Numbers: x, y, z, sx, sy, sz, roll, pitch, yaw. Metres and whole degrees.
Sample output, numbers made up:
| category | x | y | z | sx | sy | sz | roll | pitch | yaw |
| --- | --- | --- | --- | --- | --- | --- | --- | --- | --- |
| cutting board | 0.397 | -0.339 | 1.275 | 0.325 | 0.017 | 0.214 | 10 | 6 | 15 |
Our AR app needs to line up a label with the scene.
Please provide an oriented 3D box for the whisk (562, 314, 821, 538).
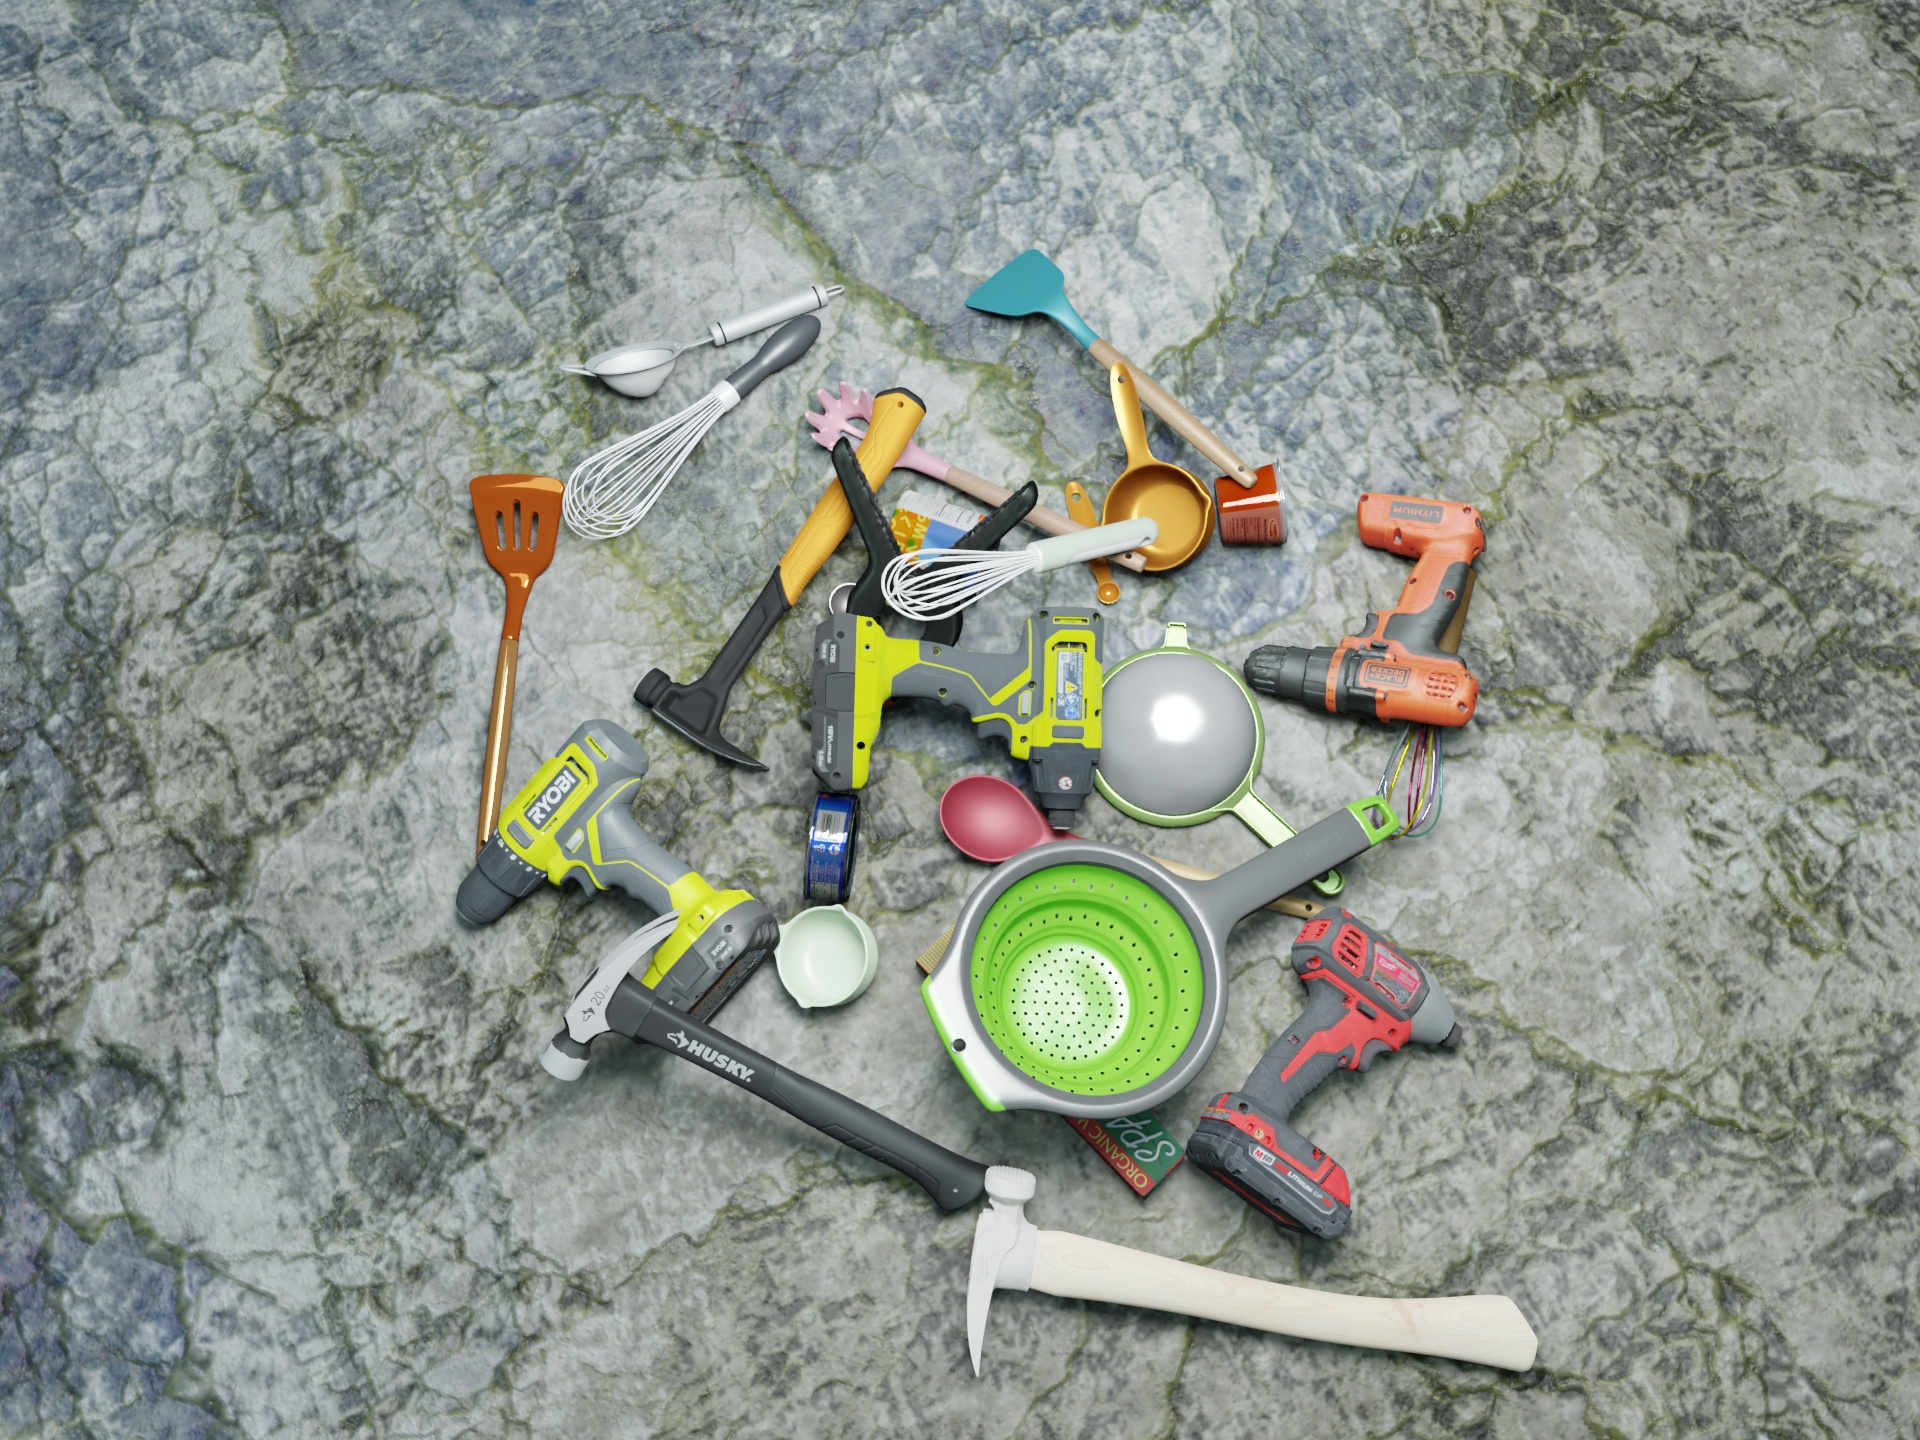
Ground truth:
| category | x | y | z | sx | sy | sz | roll | pitch | yaw |
| --- | --- | --- | --- | --- | --- | --- | --- | --- | --- |
| whisk | -0.225 | -0.257 | 1.354 | 0.070 | 0.070 | 0.284 | 43 | 76 | 11 |

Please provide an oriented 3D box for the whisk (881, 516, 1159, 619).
| category | x | y | z | sx | sy | sz | roll | pitch | yaw |
| --- | --- | --- | --- | --- | --- | --- | --- | --- | --- |
| whisk | 0.050 | -0.123 | 1.229 | 0.246 | 0.057 | 0.059 | -16 | 68 | -25 |

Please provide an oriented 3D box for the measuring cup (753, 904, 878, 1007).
| category | x | y | z | sx | sy | sz | roll | pitch | yaw |
| --- | --- | --- | --- | --- | --- | --- | --- | --- | --- |
| measuring cup | -0.139 | 0.170 | 1.249 | 0.168 | 0.038 | 0.083 | 18 | 86 | 24 |

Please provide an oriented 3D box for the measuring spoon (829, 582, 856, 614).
| category | x | y | z | sx | sy | sz | roll | pitch | yaw |
| --- | --- | --- | --- | --- | --- | --- | --- | --- | --- |
| measuring spoon | -0.087 | -0.052 | 1.318 | 0.034 | 0.018 | 0.124 | -6 | 81 | 0 |

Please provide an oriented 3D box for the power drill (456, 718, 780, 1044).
| category | x | y | z | sx | sy | sz | roll | pitch | yaw |
| --- | --- | --- | --- | --- | --- | --- | --- | --- | --- |
| power drill | -0.269 | 0.138 | 1.224 | 0.229 | 0.080 | 0.190 | 44 | 98 | 14 |

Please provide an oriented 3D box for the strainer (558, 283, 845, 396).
| category | x | y | z | sx | sy | sz | roll | pitch | yaw |
| --- | --- | --- | --- | --- | --- | --- | --- | --- | --- |
| strainer | -0.218 | -0.330 | 1.380 | 0.258 | 0.050 | 0.087 | -24 | 32 | -10 |

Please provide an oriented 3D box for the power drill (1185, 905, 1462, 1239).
| category | x | y | z | sx | sy | sz | roll | pitch | yaw |
| --- | --- | --- | --- | --- | --- | --- | --- | --- | --- |
| power drill | 0.277 | 0.264 | 1.184 | 0.143 | 0.078 | 0.220 | 36 | 73 | -6 |

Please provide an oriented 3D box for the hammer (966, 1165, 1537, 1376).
| category | x | y | z | sx | sy | sz | roll | pitch | yaw |
| --- | --- | --- | --- | --- | --- | --- | --- | --- | --- |
| hammer | 0.209 | 0.433 | 1.159 | 0.410 | 0.038 | 0.146 | 9 | 87 | 1 |

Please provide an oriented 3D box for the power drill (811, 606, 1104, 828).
| category | x | y | z | sx | sy | sz | roll | pitch | yaw |
| --- | --- | --- | --- | --- | --- | --- | --- | --- | --- |
| power drill | -0.002 | -0.004 | 1.229 | 0.223 | 0.080 | 0.171 | 2 | 91 | -3 |

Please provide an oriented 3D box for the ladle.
| category | x | y | z | sx | sy | sz | roll | pitch | yaw |
| --- | --- | --- | --- | --- | --- | --- | --- | --- | --- |
| ladle | 0.135 | 0.110 | 1.259 | 0.315 | 0.031 | 0.069 | 15 | 74 | 4 |

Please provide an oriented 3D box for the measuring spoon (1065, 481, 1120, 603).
| category | x | y | z | sx | sy | sz | roll | pitch | yaw |
| --- | --- | --- | --- | --- | --- | --- | --- | --- | --- |
| measuring spoon | 0.110 | -0.149 | 1.341 | 0.021 | 0.011 | 0.117 | -16 | 71 | -2 |

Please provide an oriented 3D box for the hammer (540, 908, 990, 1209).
| category | x | y | z | sx | sy | sz | roll | pitch | yaw |
| --- | --- | --- | --- | --- | --- | --- | --- | --- | --- |
| hammer | -0.124 | 0.265 | 1.161 | 0.334 | 0.035 | 0.146 | 30 | 102 | -11 |

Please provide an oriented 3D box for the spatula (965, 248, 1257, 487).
| category | x | y | z | sx | sy | sz | roll | pitch | yaw |
| --- | --- | --- | --- | --- | --- | --- | --- | --- | --- |
| spatula | 0.133 | -0.296 | 1.341 | 0.082 | 0.044 | 0.318 | -41 | 71 | -10 |

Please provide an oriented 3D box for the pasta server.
| category | x | y | z | sx | sy | sz | roll | pitch | yaw |
| --- | --- | --- | --- | --- | --- | --- | --- | --- | --- |
| pasta server | 0.012 | -0.196 | 1.321 | 0.316 | 0.040 | 0.060 | 28 | 86 | 16 |

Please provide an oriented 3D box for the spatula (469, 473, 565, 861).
| category | x | y | z | sx | sy | sz | roll | pitch | yaw |
| --- | --- | --- | --- | --- | --- | --- | --- | --- | --- |
| spatula | -0.376 | -0.045 | 1.306 | 0.081 | 0.041 | 0.323 | 2 | 76 | 1 |

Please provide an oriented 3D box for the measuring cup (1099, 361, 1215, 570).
| category | x | y | z | sx | sy | sz | roll | pitch | yaw |
| --- | --- | --- | --- | --- | --- | --- | --- | --- | --- |
| measuring cup | 0.156 | -0.208 | 1.310 | 0.095 | 0.052 | 0.173 | -14 | 88 | 23 |

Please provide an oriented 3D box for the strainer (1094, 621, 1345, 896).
| category | x | y | z | sx | sy | sz | roll | pitch | yaw |
| --- | --- | --- | --- | --- | --- | --- | --- | --- | --- |
| strainer | 0.208 | 0.041 | 1.253 | 0.151 | 0.069 | 0.256 | -44 | 77 | -10 |

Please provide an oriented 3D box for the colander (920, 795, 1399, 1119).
| category | x | y | z | sx | sy | sz | roll | pitch | yaw |
| --- | --- | --- | --- | --- | --- | --- | --- | --- | --- |
| colander | 0.157 | 0.164 | 1.198 | 0.397 | 0.094 | 0.205 | -26 | 72 | -17 |

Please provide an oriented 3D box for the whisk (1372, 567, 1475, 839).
| category | x | y | z | sx | sy | sz | roll | pitch | yaw |
| --- | --- | --- | --- | --- | --- | --- | --- | --- | --- |
| whisk | 0.381 | -0.016 | 1.279 | 0.051 | 0.047 | 0.245 | 15 | 72 | 15 |

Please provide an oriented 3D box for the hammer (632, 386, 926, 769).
| category | x | y | z | sx | sy | sz | roll | pitch | yaw |
| --- | --- | --- | --- | --- | --- | --- | --- | --- | --- |
| hammer | -0.125 | -0.124 | 1.301 | 0.127 | 0.034 | 0.337 | 33 | 87 | 10 |
